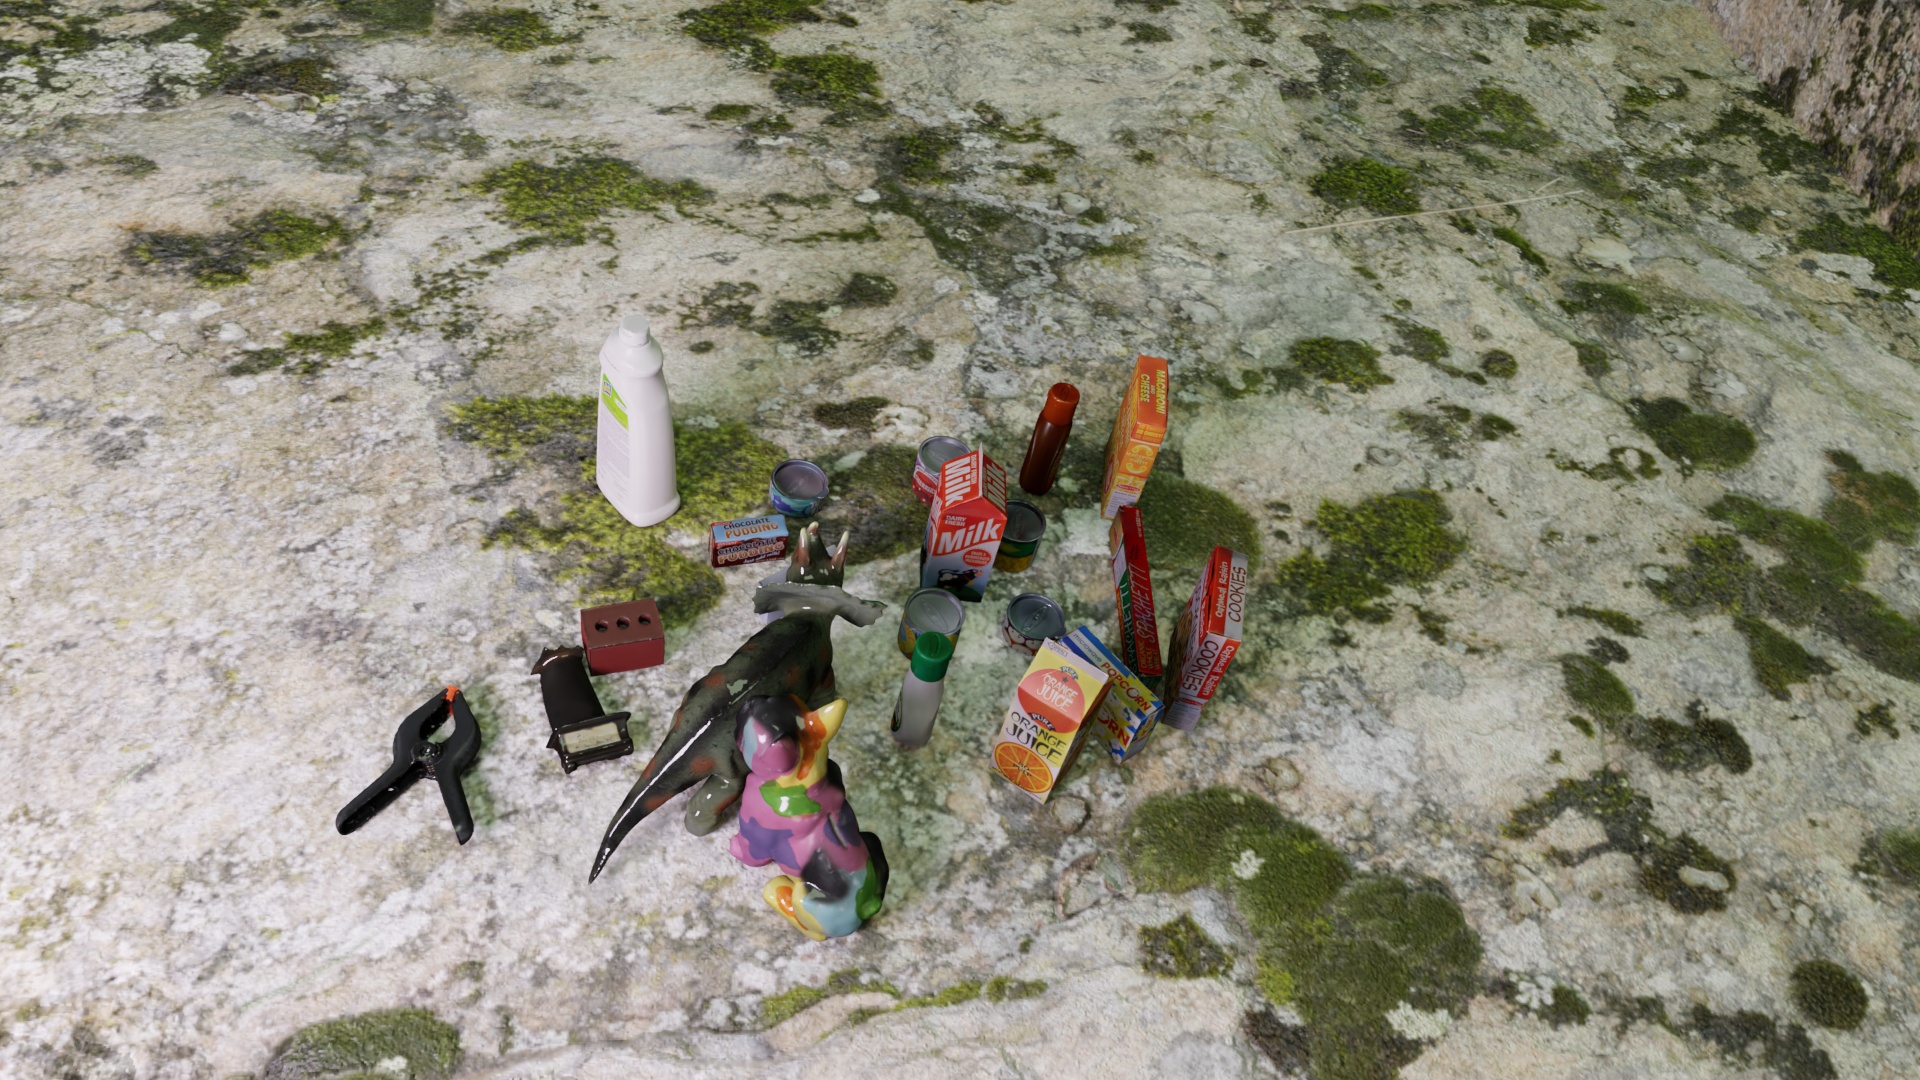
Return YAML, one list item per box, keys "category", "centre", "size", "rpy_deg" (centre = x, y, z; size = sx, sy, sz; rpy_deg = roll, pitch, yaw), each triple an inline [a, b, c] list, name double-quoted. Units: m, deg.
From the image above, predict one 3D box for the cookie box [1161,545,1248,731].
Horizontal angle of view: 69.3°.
- category: "cookie box"
  centre: [0.260, 0.106, 1.491]
  size: [0.040, 0.166, 0.123]
  rpy_deg: [15, 47, 0]

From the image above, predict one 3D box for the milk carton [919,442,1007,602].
- category: "milk carton"
  centre: [0.005, -0.019, 1.522]
  size: [0.073, 0.189, 0.073]
  rpy_deg: [7, 48, -8]

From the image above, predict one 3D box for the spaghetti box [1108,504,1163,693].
- category: "spaghetti box"
  centre: [0.199, 0.068, 1.589]
  size: [0.029, 0.049, 0.251]
  rpy_deg: [6, 48, -9]

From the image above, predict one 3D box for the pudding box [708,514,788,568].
- category: "pudding box"
  centre: [-0.235, 0.000, 1.540]
  size: [0.084, 0.049, 0.030]
  rpy_deg: [-7, 51, -20]

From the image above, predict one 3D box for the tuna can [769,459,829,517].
- category: "tuna can"
  centre: [-0.187, -0.059, 1.617]
  size: [0.071, 0.032, 0.071]
  rpy_deg: [7, 48, -8]

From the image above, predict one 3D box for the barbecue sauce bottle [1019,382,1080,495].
- category: "barbecue sauce bottle"
  centre: [0.108, -0.125, 1.671]
  size: [0.044, 0.147, 0.065]
  rpy_deg: [20, 47, 4]

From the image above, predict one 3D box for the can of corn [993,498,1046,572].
- category: "can of corn"
  centre: [0.059, -0.006, 1.614]
  size: [0.071, 0.058, 0.071]
  rpy_deg: [7, 48, -8]

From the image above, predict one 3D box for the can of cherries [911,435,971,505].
- category: "can of cherries"
  centre: [-0.024, -0.081, 1.660]
  size: [0.071, 0.058, 0.072]
  rpy_deg: [7, 48, -8]

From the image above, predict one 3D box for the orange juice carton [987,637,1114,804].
- category: "orange juice carton"
  centre: [0.092, 0.171, 1.374]
  size: [0.072, 0.191, 0.073]
  rpy_deg: [32, 49, 14]

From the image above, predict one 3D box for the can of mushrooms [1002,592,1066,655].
- category: "can of mushrooms"
  centre: [0.083, 0.095, 1.547]
  size: [0.071, 0.033, 0.071]
  rpy_deg: [7, 48, -8]

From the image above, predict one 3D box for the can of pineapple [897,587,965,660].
- category: "can of pineapple"
  centre: [-0.034, 0.094, 1.502]
  size: [0.071, 0.057, 0.071]
  rpy_deg: [7, 48, -8]

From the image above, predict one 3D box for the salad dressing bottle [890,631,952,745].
- category: "salad dressing bottle"
  centre: [-0.038, 0.148, 1.391]
  size: [0.044, 0.146, 0.064]
  rpy_deg: [13, 47, -3]

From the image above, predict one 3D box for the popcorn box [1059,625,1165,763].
- category: "popcorn box"
  centre: [0.150, 0.162, 1.469]
  size: [0.038, 0.084, 0.127]
  rpy_deg: [-27, 60, -32]

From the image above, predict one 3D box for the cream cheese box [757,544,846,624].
- category: "cream cheese box"
  centre: [-0.174, 0.047, 1.511]
  size: [0.104, 0.053, 0.024]
  rpy_deg: [-28, 60, -32]

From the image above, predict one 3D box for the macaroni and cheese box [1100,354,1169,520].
- category: "macaroni and cheese box"
  centre: [0.211, -0.122, 1.683]
  size: [0.040, 0.165, 0.124]
  rpy_deg: [12, 47, -4]
